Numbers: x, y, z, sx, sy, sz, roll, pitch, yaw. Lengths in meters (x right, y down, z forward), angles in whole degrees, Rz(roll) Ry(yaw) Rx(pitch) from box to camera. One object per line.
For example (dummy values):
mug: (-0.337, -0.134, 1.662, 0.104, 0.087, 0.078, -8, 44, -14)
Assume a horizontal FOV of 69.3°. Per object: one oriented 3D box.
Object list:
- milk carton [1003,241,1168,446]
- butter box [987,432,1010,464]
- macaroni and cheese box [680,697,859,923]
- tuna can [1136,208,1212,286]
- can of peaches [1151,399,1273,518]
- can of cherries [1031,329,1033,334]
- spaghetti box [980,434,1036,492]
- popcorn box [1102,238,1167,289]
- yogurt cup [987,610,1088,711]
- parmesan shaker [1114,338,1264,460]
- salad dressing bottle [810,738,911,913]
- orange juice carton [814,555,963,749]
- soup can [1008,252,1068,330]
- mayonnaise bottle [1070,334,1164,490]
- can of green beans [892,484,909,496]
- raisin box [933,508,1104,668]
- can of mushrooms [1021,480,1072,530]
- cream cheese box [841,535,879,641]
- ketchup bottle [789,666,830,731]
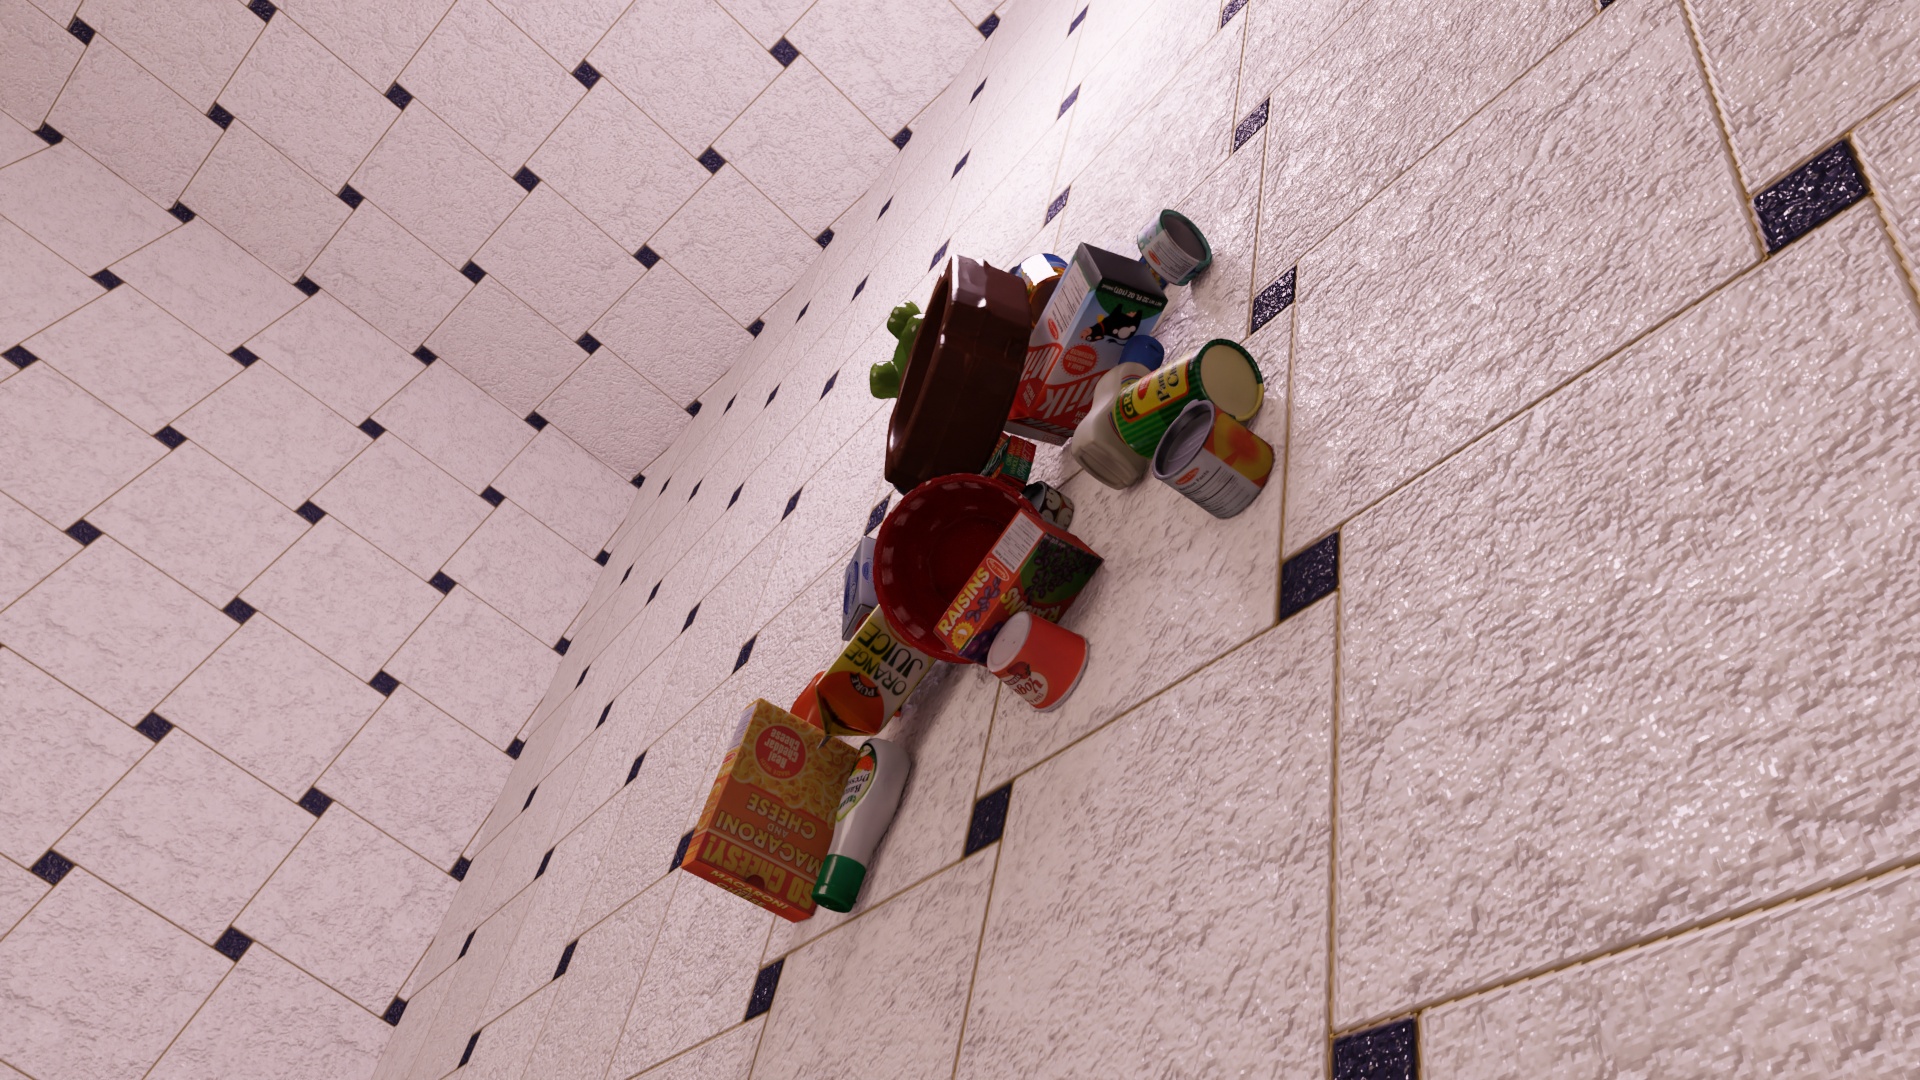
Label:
milk carton: (0.106, -0.167, 1.272, 0.189, 0.072, 0.074, -61, 28, 31)
butter box: (0.019, -0.065, 1.411, 0.104, 0.053, 0.024, -63, 21, -14)
macaroni and cheese box: (-0.168, 0.246, 1.274, 0.040, 0.123, 0.167, -36, 28, 50)
tuna can: (0.197, -0.270, 1.273, 0.032, 0.071, 0.071, -41, 25, 38)
can of peaches: (0.181, -0.059, 0.992, 0.071, 0.058, 0.071, -49, 20, 25)
can of cherries: (0.080, -0.199, 1.462, 0.071, 0.058, 0.072, -48, 21, 26)
spaghetti box: (0.005, -0.017, 1.347, 0.248, 0.029, 0.050, -49, 19, 52)
popcorn box: (0.157, -0.252, 1.385, 0.085, 0.038, 0.127, -57, 19, 6)
yogurt cup: (0.057, 0.090, 1.069, 0.072, 0.054, 0.073, -48, 21, 25)
parmesan shaker: (0.177, -0.110, 1.071, 0.102, 0.071, 0.071, -27, 36, 56)
salad dressing bottle: (-0.086, 0.245, 1.198, 0.064, 0.044, 0.148, -29, 34, 51)
orange juice carton: (-0.069, 0.111, 1.260, 0.193, 0.073, 0.071, -52, -2, -6)
soup can: (0.086, -0.244, 1.379, 0.071, 0.071, 0.084, -52, 22, 16)
mayonnaise bottle: (0.140, -0.114, 1.179, 0.041, 0.064, 0.149, -32, 28, 47)
can of green beans: (-0.033, -0.074, 1.534, 0.058, 0.071, 0.071, -63, 19, -18)
raisin box: (0.047, 0.044, 1.113, 0.123, 0.086, 0.040, -54, 51, 9)
can of mushrooms: (0.069, -0.019, 1.246, 0.070, 0.033, 0.071, -49, 21, 26)
cream cheese box: (-0.098, 0.049, 1.384, 0.104, 0.024, 0.053, -92, 26, -49)
ketchup bottle: (-0.136, 0.161, 1.411, 0.148, 0.043, 0.065, 130, 154, -56)
